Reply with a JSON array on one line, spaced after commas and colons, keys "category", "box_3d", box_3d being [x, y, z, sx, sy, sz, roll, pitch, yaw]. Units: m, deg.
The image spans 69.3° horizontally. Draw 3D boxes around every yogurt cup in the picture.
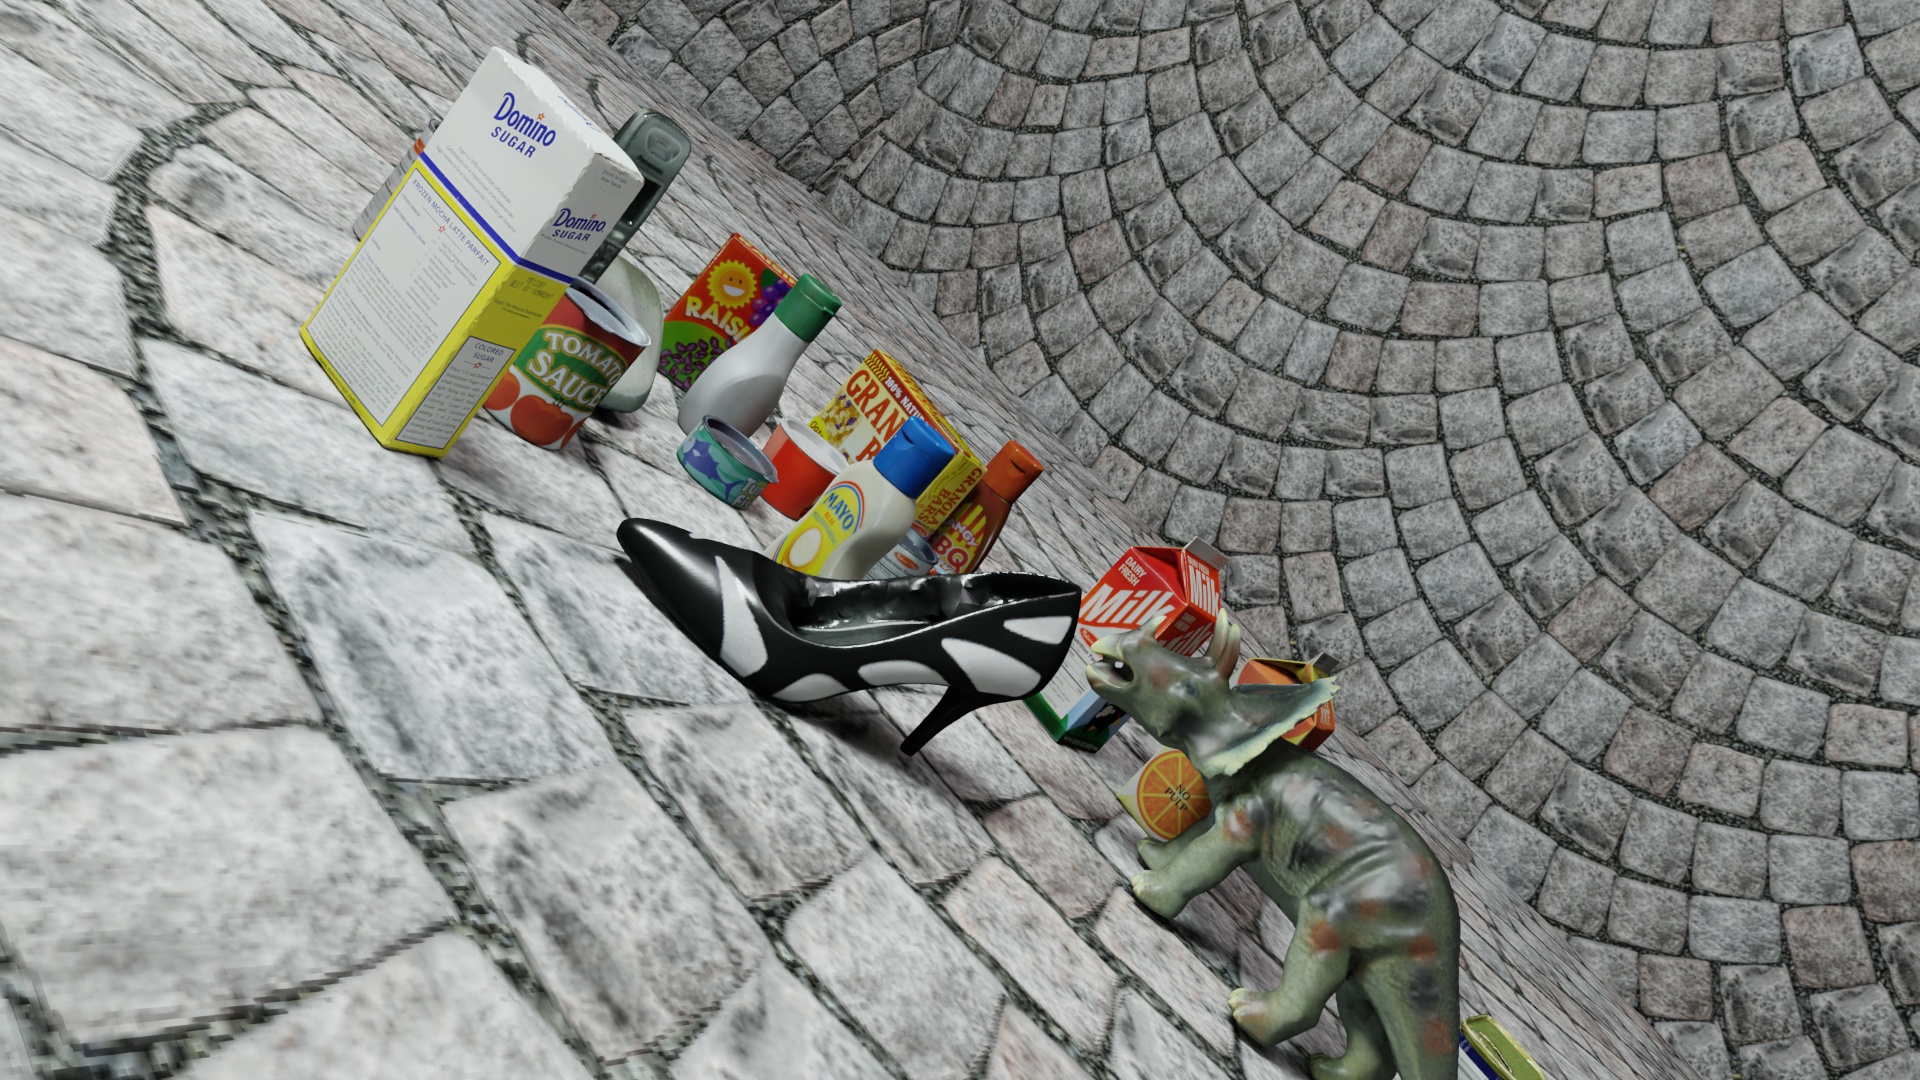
[{"category": "yogurt cup", "box_3d": [-0.125, -0.053, 1.053, 0.072, 0.054, 0.072, 40, 11, -9]}]

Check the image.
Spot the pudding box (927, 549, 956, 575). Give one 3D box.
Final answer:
[{"category": "pudding box", "box_3d": [-0.015, 0.049, 1.051, 0.084, 0.049, 0.030, 46, 11, 21]}]

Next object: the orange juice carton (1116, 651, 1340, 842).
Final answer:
[{"category": "orange juice carton", "box_3d": [0.218, 0.157, 1.067, 0.073, 0.192, 0.072, 47, 12, 27]}]

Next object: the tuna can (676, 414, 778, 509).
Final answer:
[{"category": "tuna can", "box_3d": [-0.163, -0.053, 0.979, 0.071, 0.032, 0.071, 40, 11, -9]}]

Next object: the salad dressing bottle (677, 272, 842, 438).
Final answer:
[{"category": "salad dressing bottle", "box_3d": [-0.147, -0.131, 1.029, 0.044, 0.147, 0.064, 49, 12, 33]}]

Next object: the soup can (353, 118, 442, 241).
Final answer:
[{"category": "soup can", "box_3d": [-0.328, -0.210, 0.877, 0.071, 0.083, 0.071, 40, 11, -9]}]

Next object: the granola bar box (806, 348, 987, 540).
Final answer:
[{"category": "granola bar box", "box_3d": [-0.065, -0.063, 1.115, 0.039, 0.124, 0.166, 32, 15, -44]}]

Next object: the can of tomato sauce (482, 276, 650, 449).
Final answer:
[{"category": "can of tomato sauce", "box_3d": [-0.231, -0.103, 0.803, 0.071, 0.083, 0.071, 40, 11, -9]}]

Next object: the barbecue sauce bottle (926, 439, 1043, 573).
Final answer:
[{"category": "barbecue sauce bottle", "box_3d": [0.004, -0.014, 1.100, 0.065, 0.148, 0.044, 42, 10, -2]}]

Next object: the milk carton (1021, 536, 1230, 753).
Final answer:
[{"category": "milk carton", "box_3d": [0.135, 0.074, 1.104, 0.073, 0.190, 0.072, 49, 13, 34]}]

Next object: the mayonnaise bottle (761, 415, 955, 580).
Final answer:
[{"category": "mayonnaise bottle", "box_3d": [-0.065, -0.011, 0.853, 0.041, 0.148, 0.065, 29, 16, -50]}]

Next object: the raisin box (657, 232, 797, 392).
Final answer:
[{"category": "raisin box", "box_3d": [-0.187, -0.173, 1.120, 0.086, 0.123, 0.040, 39, 11, -15]}]

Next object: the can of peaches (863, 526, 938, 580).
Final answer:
[{"category": "can of peaches", "box_3d": [-0.060, 0.014, 1.012, 0.071, 0.058, 0.071, 40, 11, -9]}]
